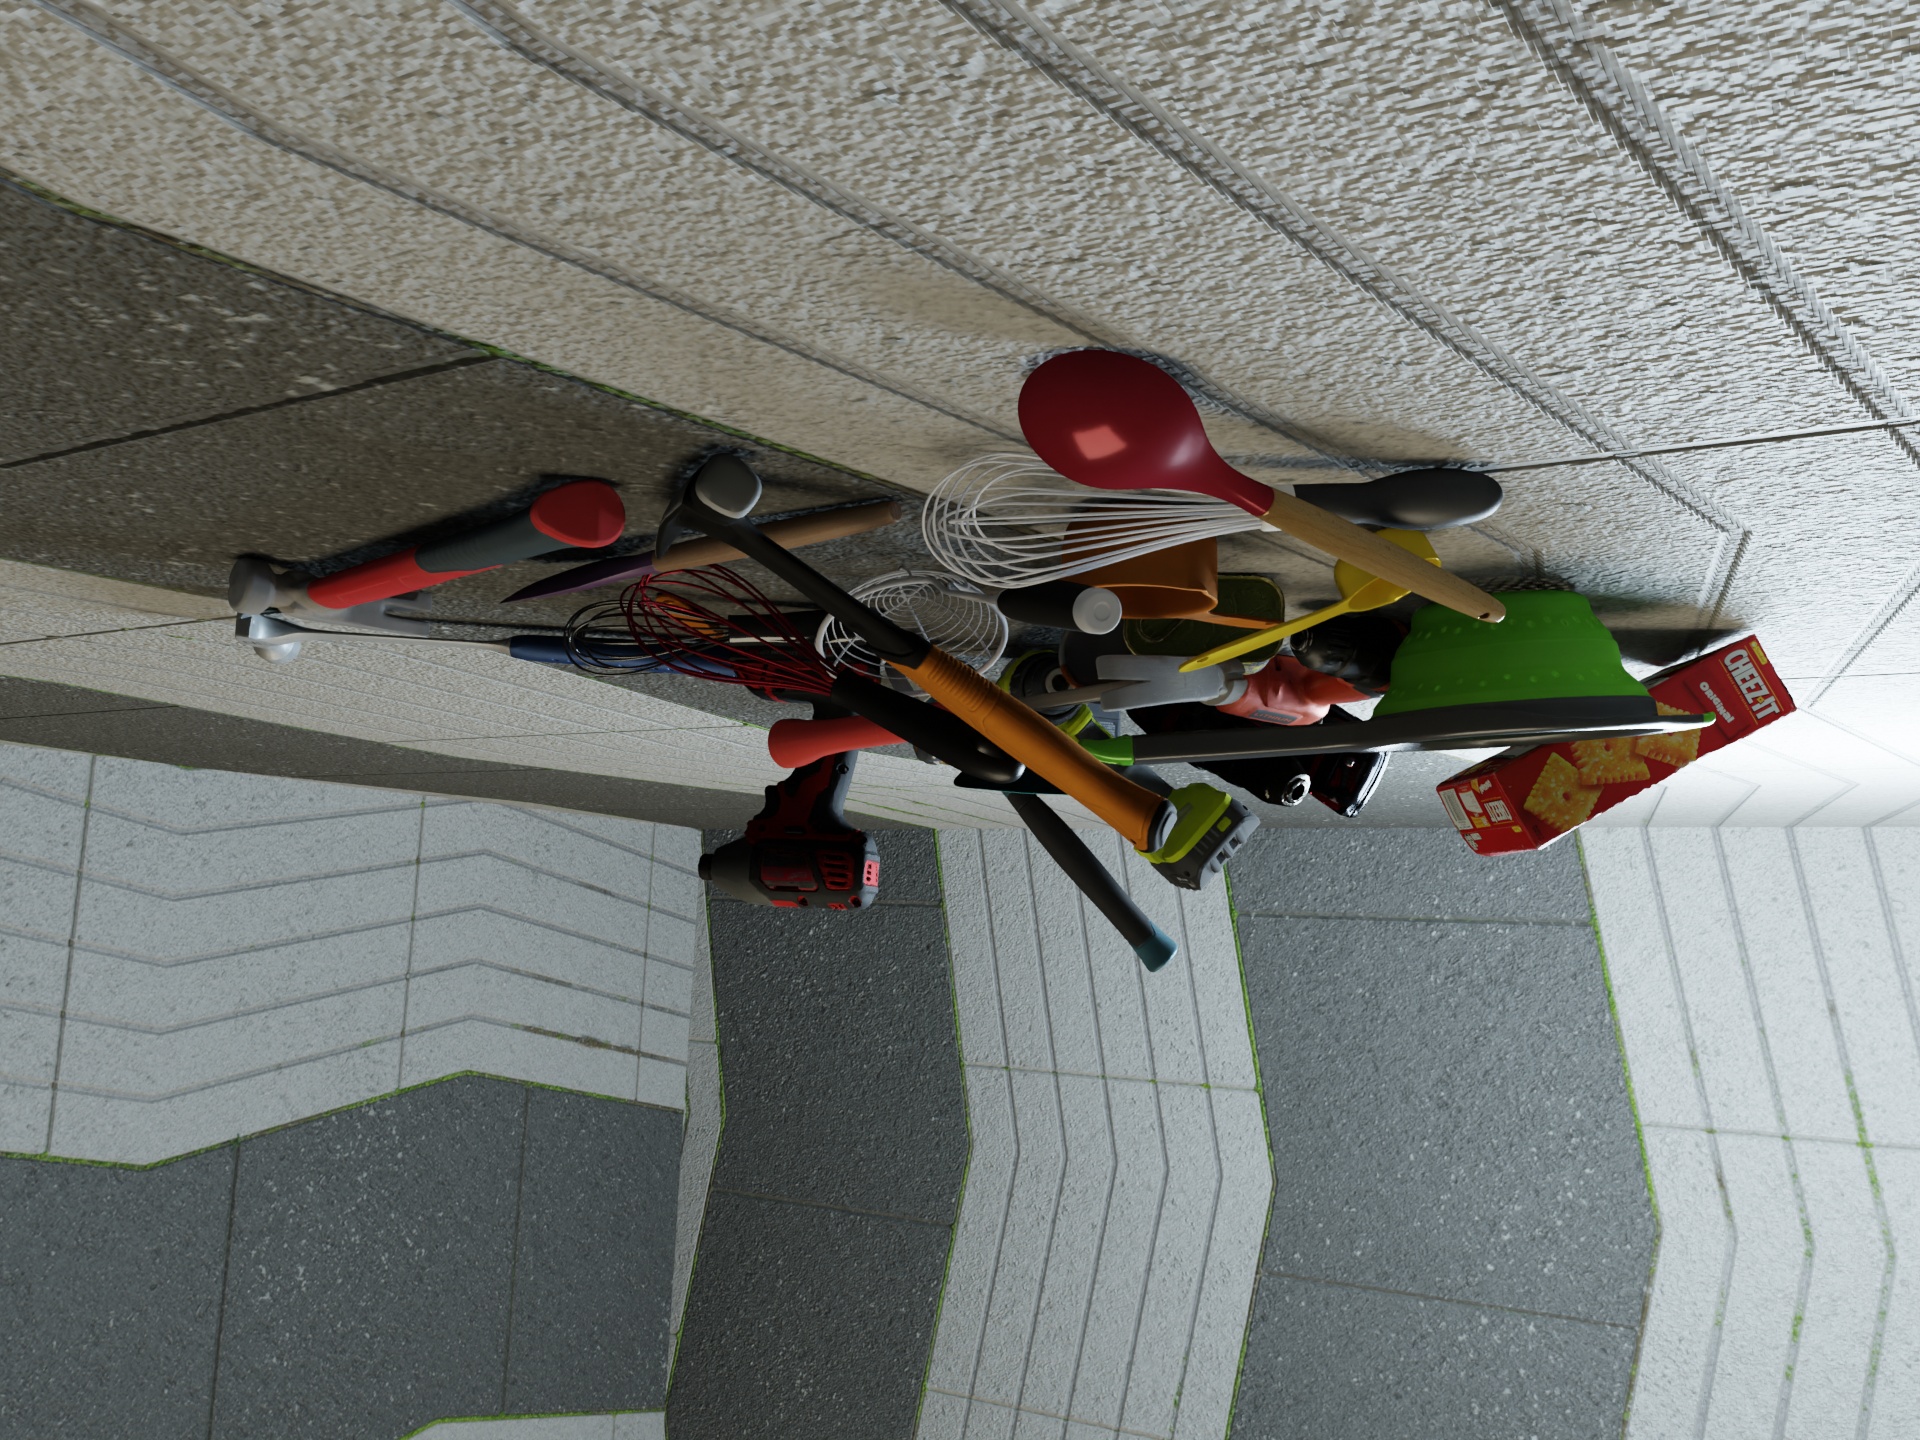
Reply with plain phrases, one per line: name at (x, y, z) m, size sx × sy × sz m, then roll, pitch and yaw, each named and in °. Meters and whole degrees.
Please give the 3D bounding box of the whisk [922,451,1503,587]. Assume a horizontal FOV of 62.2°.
whisk at (0.123, -0.102, 0.783) m, size 0.284 × 0.070 × 0.070 m, roll -3°, pitch 172°, yaw 1°

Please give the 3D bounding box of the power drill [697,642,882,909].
power drill at (-0.133, 0.038, 1.260) m, size 0.143 × 0.220 × 0.078 m, roll 1°, pitch 172°, yaw 11°

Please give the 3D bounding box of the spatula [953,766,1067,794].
spatula at (0.058, 0.043, 1.134) m, size 0.082 × 0.044 × 0.317 m, roll 3°, pitch 173°, yaw 8°

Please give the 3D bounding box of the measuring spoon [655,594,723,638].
measuring spoon at (-0.205, -0.081, 1.202) m, size 0.021 × 0.011 × 0.116 m, roll -4°, pitch 168°, yaw 10°

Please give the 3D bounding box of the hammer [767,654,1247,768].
hammer at (-0.002, -0.003, 1.040) m, size 0.359 × 0.037 × 0.149 m, roll -9°, pitch 177°, yaw 40°

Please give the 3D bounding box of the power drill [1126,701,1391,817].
power drill at (0.268, 0.025, 1.342) m, size 0.226 × 0.080 × 0.188 m, roll 11°, pitch -161°, yaw -41°

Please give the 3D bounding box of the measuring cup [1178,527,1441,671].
measuring cup at (0.193, -0.068, 0.901) m, size 0.156 × 0.029 × 0.062 m, roll -22°, pitch 162°, yaw 10°

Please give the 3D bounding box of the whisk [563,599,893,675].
whisk at (-0.167, -0.062, 1.159) m, size 0.239 × 0.055 × 0.055 m, roll -3°, pitch 173°, yaw -9°

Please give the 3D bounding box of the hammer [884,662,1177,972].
hammer at (0.054, 0.067, 1.270) m, size 0.033 × 0.331 × 0.128 m, roll -42°, pitch 170°, yaw 5°

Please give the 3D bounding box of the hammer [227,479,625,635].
hammer at (-0.317, -0.097, 1.005) m, size 0.386 × 0.038 × 0.143 m, roll -5°, pitch 170°, yaw 45°

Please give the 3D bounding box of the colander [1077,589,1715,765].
colander at (0.272, -0.027, 1.038) m, size 0.397 × 0.094 × 0.204 m, roll -3°, pitch 176°, yaw 2°

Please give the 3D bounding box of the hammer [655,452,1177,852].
hammer at (-0.018, -0.026, 0.887) m, size 0.336 × 0.034 × 0.127 m, roll 35°, pitch 162°, yaw -15°

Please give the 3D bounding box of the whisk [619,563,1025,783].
whisk at (-0.089, -0.030, 0.984) m, size 0.296 × 0.073 × 0.073 m, roll 25°, pitch 180°, yaw 20°

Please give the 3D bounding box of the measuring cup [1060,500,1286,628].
measuring cup at (0.131, -0.086, 0.909) m, size 0.173 × 0.052 × 0.095 m, roll 7°, pitch 171°, yaw -40°

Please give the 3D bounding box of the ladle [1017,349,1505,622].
ladle at (0.155, -0.093, 0.735) m, size 0.315 × 0.031 × 0.069 m, roll 17°, pitch 142°, yaw -35°

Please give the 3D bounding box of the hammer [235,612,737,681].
hammer at (-0.377, -0.061, 1.293) m, size 0.405 × 0.035 × 0.144 m, roll 3°, pitch 172°, yaw -8°

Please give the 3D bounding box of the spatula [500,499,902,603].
spatula at (-0.163, -0.102, 0.966) m, size 0.316 × 0.018 × 0.060 m, roll -6°, pitch -158°, yaw 36°

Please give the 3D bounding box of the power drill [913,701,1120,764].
power drill at (0.078, 0.021, 1.603) m, size 0.185 × 0.084 × 0.226 m, roll 6°, pitch 176°, yaw -26°

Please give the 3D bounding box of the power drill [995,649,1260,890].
power drill at (0.124, 0.031, 1.268) m, size 0.228 × 0.080 × 0.190 m, roll 42°, pitch 174°, yaw -2°

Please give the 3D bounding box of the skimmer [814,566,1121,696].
skimmer at (0.008, -0.042, 0.930) m, size 0.127 × 0.090 × 0.363 m, roll 7°, pitch -176°, yaw -19°
